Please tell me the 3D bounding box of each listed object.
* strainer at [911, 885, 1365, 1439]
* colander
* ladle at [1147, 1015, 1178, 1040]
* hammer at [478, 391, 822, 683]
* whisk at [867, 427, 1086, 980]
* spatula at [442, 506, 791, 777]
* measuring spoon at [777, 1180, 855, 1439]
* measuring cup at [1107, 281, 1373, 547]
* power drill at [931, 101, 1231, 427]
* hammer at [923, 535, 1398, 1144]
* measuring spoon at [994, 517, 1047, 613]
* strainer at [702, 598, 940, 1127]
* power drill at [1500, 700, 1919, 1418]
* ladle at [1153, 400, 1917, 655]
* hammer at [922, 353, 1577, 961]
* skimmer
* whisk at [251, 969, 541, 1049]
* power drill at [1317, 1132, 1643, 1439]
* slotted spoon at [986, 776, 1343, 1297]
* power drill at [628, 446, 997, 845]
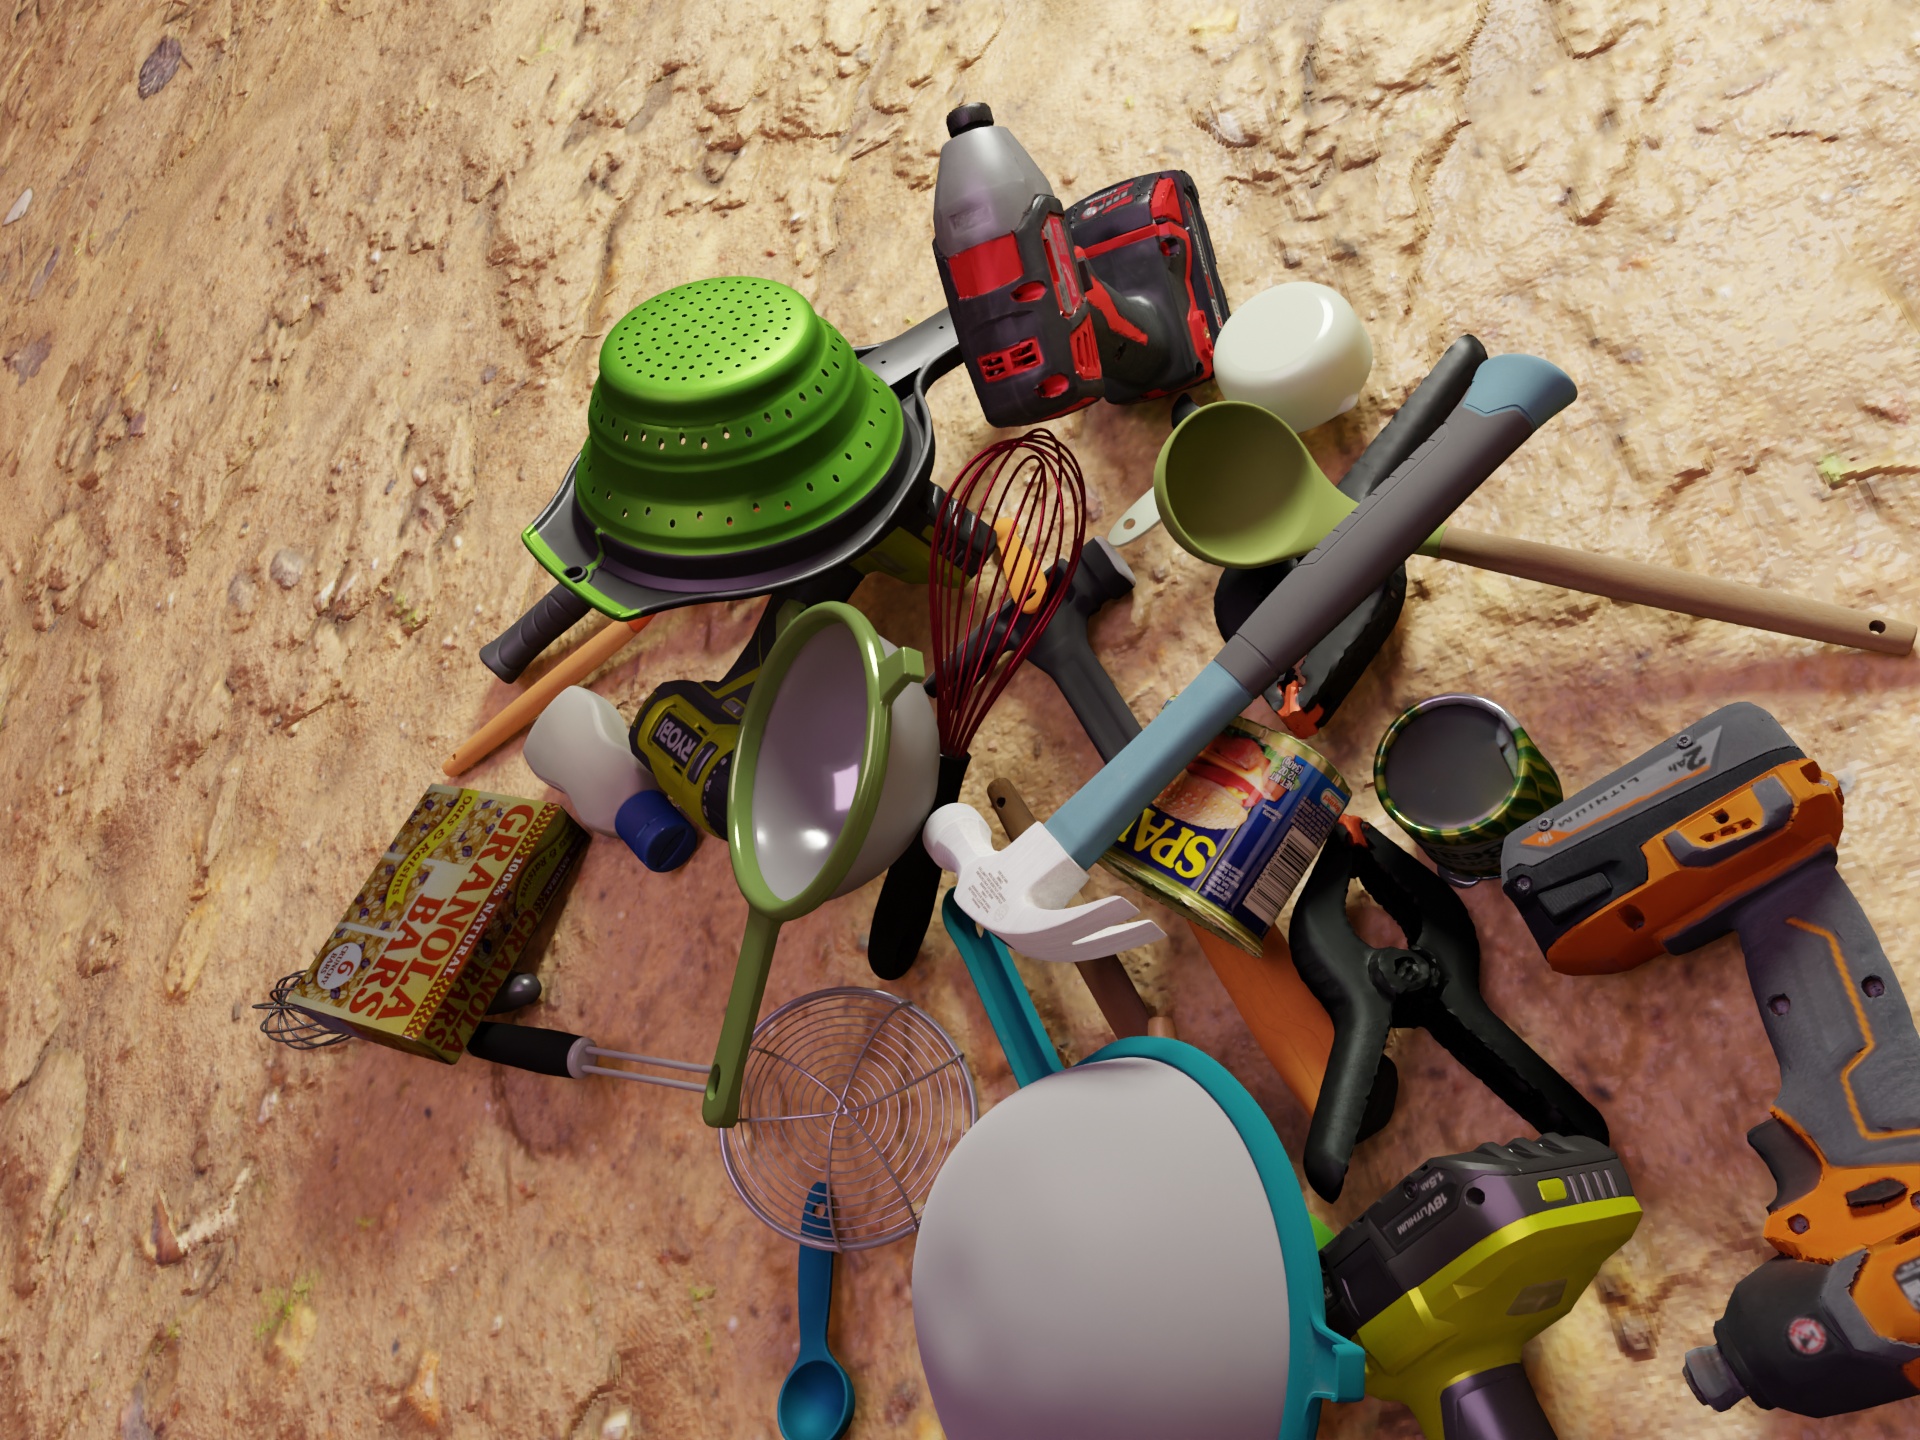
[{"bbox_3d":[0.020,0.190,0.675,0.211,0.095,0.341,-63,34,30],"label":"strainer"},{"bbox_3d":[-0.059,-0.205,0.845,0.397,0.094,0.205,-36,50,-23],"label":"colander"},{"bbox_3d":[0.096,0.278,0.638,0.069,0.031,0.316,-19,66,39],"label":"ladle"},{"bbox_3d":[-0.199,-0.126,1.028,0.334,0.035,0.146,-35,22,26],"label":"hammer"},{"bbox_3d":[-0.001,-0.003,0.794,0.073,0.073,0.295,29,110,40],"label":"whisk"},{"bbox_3d":[-0.225,-0.047,1.043,0.322,0.041,0.081,-34,54,22],"label":"spatula"},{"bbox_3d":[-0.066,0.292,0.783,0.042,0.021,0.129,-22,49,26],"label":"measuring spoon"},{"bbox_3d":[0.130,-0.153,0.793,0.167,0.038,0.083,-43,47,1],"label":"measuring cup"},{"bbox_3d":[0.057,-0.222,0.787,0.078,0.219,0.143,-14,95,29],"label":"power drill"},{"bbox_3d":[0.096,0.058,0.764,0.127,0.034,0.337,-39,52,13],"label":"hammer"},{"bbox_3d":[0.030,-0.086,0.860,0.021,0.011,0.117,-40,26,13],"label":"measuring spoon"},{"bbox_3d":[-0.063,0.074,0.757,0.152,0.069,0.256,25,101,59],"label":"strainer"},{"bbox_3d":[0.291,0.125,0.572,0.164,0.084,0.227,-35,57,18],"label":"power drill"},{"bbox_3d":[0.234,-0.076,0.688,0.320,0.062,0.078,17,80,26],"label":"ladle"},{"bbox_3d":[0.124,-0.028,0.669,0.331,0.033,0.128,-45,36,5],"label":"hammer"},{"bbox_3d":[-0.150,0.200,0.872,0.363,0.090,0.127,-4,64,44],"label":"skimmer"},{"bbox_3d":[-0.362,0.179,1.017,0.239,0.055,0.055,-9,64,27],"label":"whisk"},{"bbox_3d":[0.214,0.261,0.528,0.171,0.080,0.223,-61,39,41],"label":"power drill"},{"bbox_3d":[0.082,0.149,0.717,0.070,0.031,0.314,-41,56,19],"label":"slotted spoon"},{"bbox_3d":[-0.081,-0.034,0.885,0.228,0.080,0.191,-58,37,-1],"label":"power drill"}]
